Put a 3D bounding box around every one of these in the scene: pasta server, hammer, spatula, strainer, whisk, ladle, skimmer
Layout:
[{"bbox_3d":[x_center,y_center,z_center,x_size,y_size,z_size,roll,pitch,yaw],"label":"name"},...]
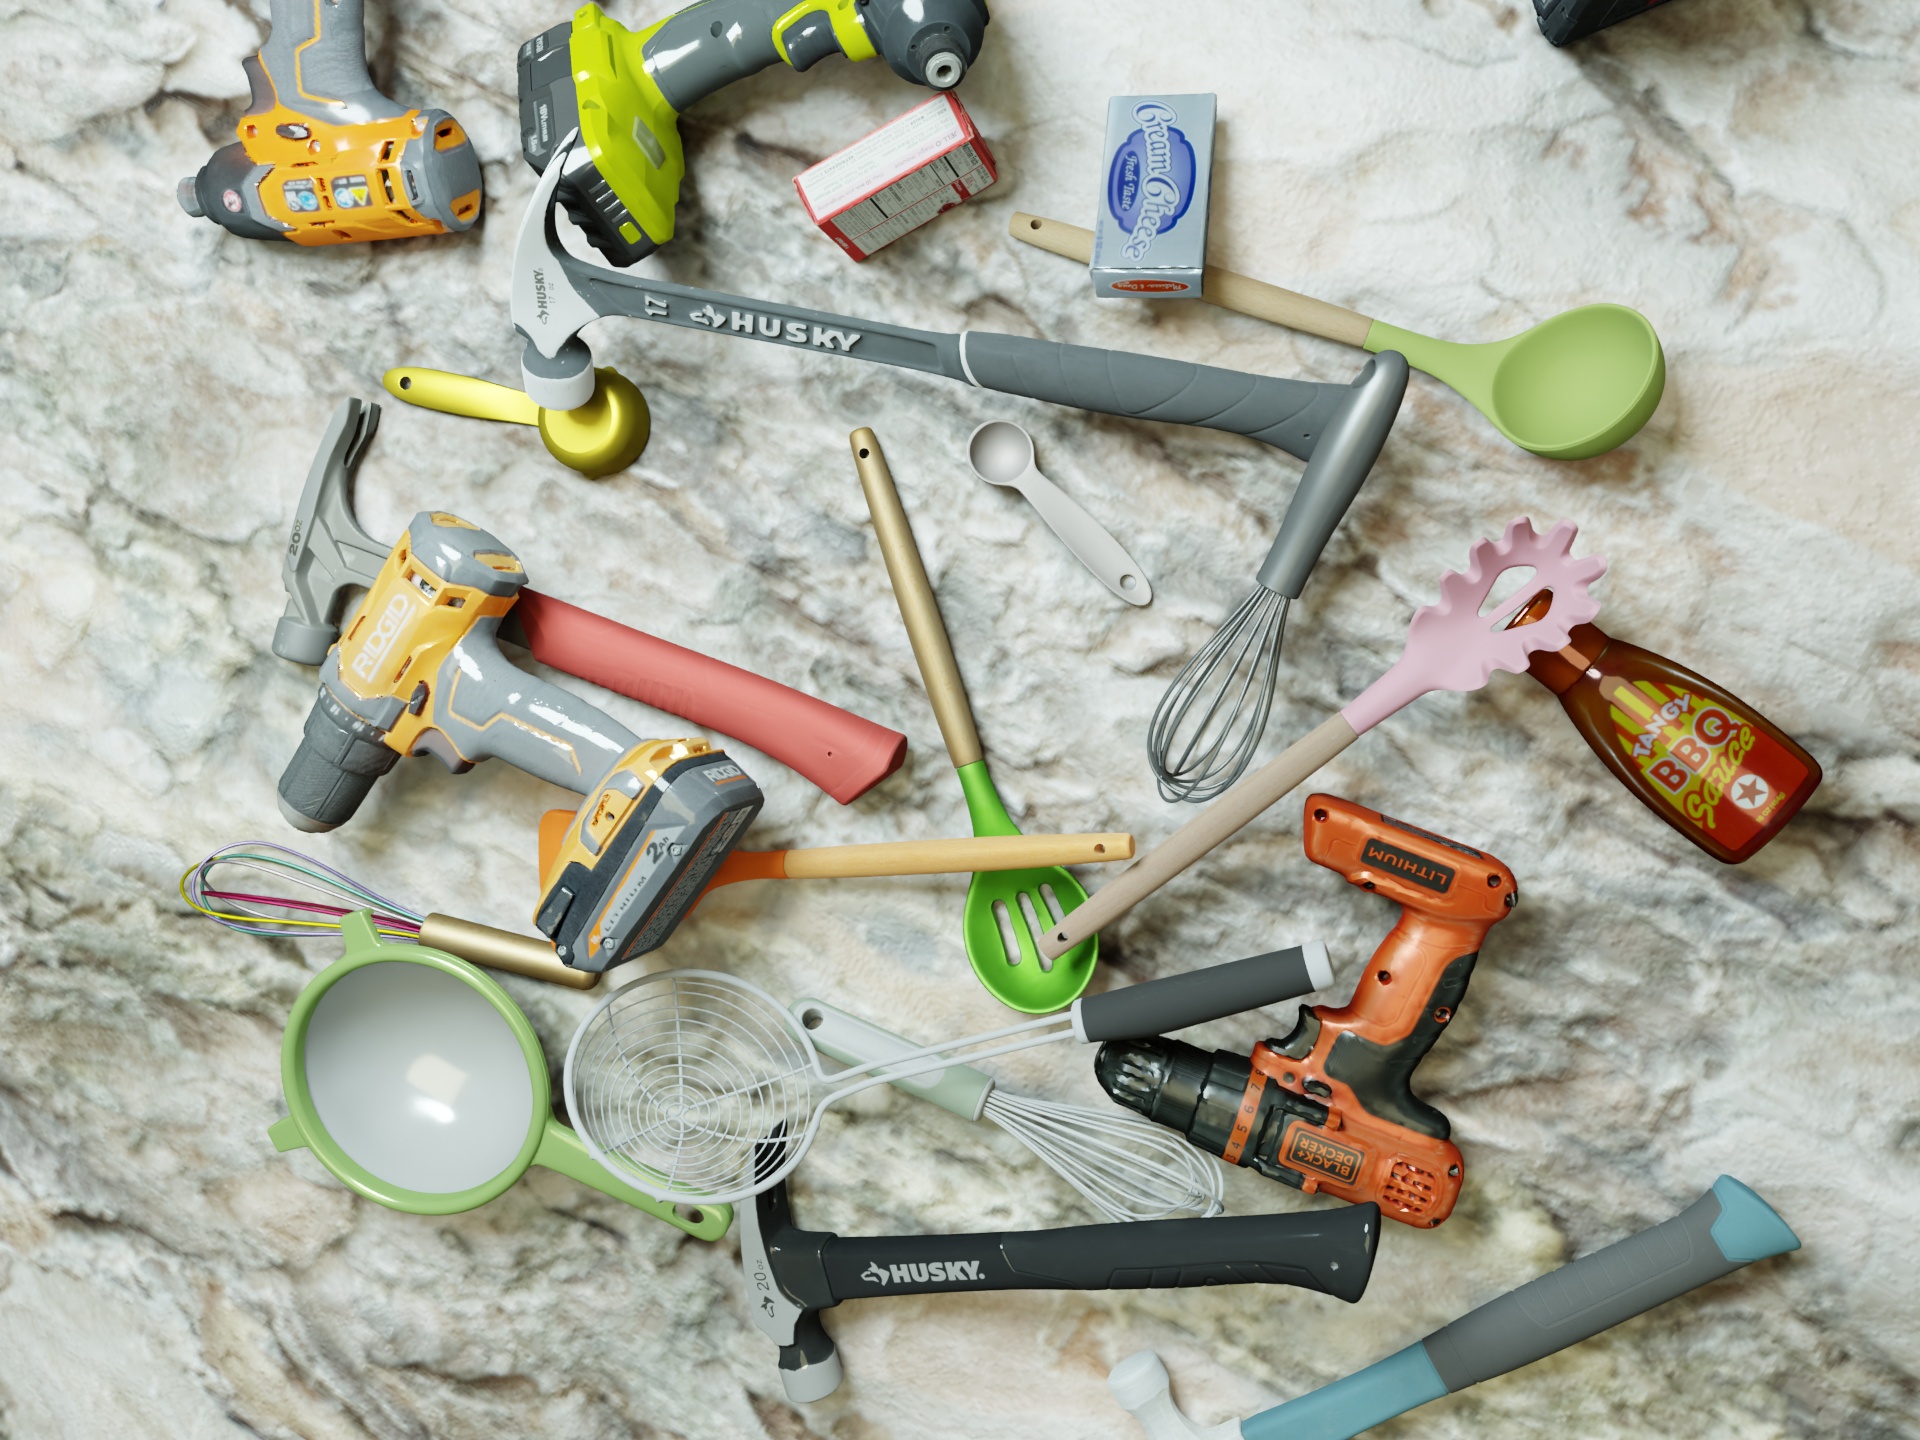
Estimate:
[{"bbox_3d":[0.160,0.018,0.745,0.316,0.040,0.060,-39,78,13],"label":"pasta server"},{"bbox_3d":[-0.195,-0.048,0.848,0.359,0.036,0.149,20,97,10],"label":"hammer"},{"bbox_3d":[-0.070,0.074,0.812,0.322,0.041,0.081,-5,91,22],"label":"spatula"},{"bbox_3d":[-0.233,0.205,0.854,0.256,0.069,0.151,24,105,3],"label":"strainer"},{"bbox_3d":[0.245,0.310,0.781,0.331,0.033,0.128,-30,86,11],"label":"hammer"},{"bbox_3d":[0.151,-0.064,0.756,0.055,0.055,0.239,27,108,9],"label":"whisk"},{"bbox_3d":[0.039,0.258,0.777,0.335,0.035,0.146,-12,97,25],"label":"hammer"},{"bbox_3d":[0.171,-0.199,0.759,0.320,0.062,0.078,21,79,12],"label":"ladle"},{"bbox_3d":[-0.316,0.115,0.878,0.245,0.047,0.051,13,94,7],"label":"whisk"},{"bbox_3d":[-0.009,0.145,0.756,0.363,0.090,0.127,-16,48,15],"label":"skimmer"},{"bbox_3d":[-0.012,-0.180,0.757,0.409,0.149,0.036,9,54,-1],"label":"hammer"},{"bbox_3d":[0.019,0.198,0.814,0.246,0.059,0.058,21,65,14],"label":"whisk"}]

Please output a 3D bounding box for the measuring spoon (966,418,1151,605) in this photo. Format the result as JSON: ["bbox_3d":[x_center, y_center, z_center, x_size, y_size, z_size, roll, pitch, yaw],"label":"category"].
[{"bbox_3d":[0.051,-0.103,0.810,0.034,0.018,0.124,-45,91,-7],"label":"measuring spoon"}]

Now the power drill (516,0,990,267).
[{"bbox_3d":[-0.097,-0.318,0.764,0.223,0.080,0.171,-24,52,13],"label":"power drill"}]

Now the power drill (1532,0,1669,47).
[{"bbox_3d":[0.261,-0.423,0.665,0.080,0.188,0.226,-20,93,12],"label":"power drill"}]

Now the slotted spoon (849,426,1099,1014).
[{"bbox_3d":[-0.001,-0.003,0.818,0.070,0.031,0.314,-19,87,11],"label":"slotted spoon"}]

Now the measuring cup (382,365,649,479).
[{"bbox_3d":[-0.245,-0.170,0.853,0.156,0.029,0.062,13,95,9],"label":"measuring cup"}]

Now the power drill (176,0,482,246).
[{"bbox_3d":[-0.352,-0.357,0.811,0.164,0.084,0.226,-2,118,11],"label":"power drill"}]

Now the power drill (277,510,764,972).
[{"bbox_3d":[-0.235,0.030,0.806,0.226,0.084,0.185,39,103,10],"label":"power drill"}]
